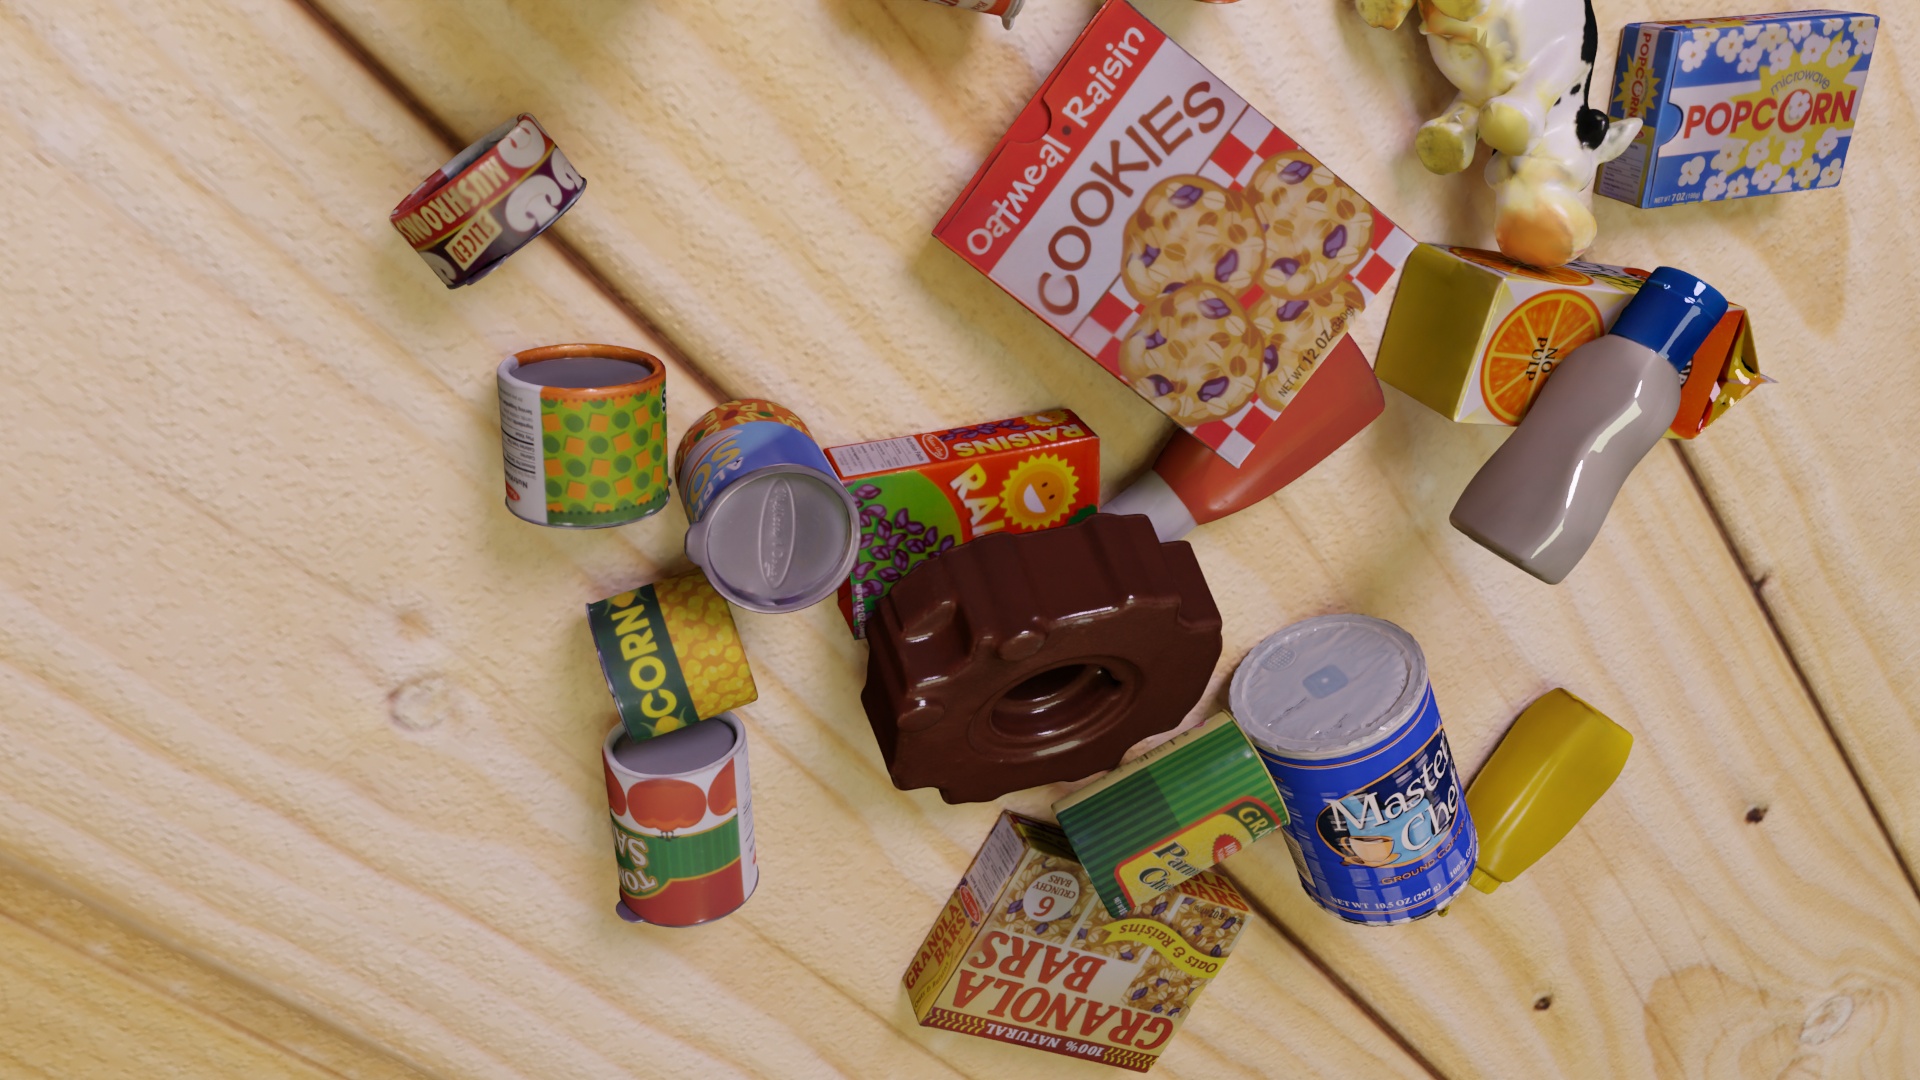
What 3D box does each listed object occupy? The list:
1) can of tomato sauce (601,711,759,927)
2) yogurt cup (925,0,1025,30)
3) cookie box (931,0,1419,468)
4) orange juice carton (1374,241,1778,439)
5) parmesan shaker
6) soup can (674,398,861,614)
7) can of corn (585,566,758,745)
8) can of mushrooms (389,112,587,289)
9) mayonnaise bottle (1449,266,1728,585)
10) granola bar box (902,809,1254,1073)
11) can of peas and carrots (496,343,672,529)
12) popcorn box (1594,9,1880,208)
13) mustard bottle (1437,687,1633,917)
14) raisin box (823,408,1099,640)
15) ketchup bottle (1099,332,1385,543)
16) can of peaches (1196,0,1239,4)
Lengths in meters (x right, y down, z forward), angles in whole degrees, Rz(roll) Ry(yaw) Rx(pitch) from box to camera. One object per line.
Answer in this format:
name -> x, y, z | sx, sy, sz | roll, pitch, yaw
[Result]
can of tomato sauce -> -0.132, 0.128, 0.652 | 0.071, 0.071, 0.082 | -8, 116, -16
yogurt cup -> -0.003, -0.236, 0.529 | 0.054, 0.072, 0.072 | 0, 115, -11
cookie box -> 0.090, -0.130, 0.596 | 0.167, 0.040, 0.122 | 36, 98, -10
orange juice carton -> 0.317, -0.099, 0.704 | 0.193, 0.072, 0.072 | 2, 114, -20
parmesan shaker -> 0.107, 0.141, 0.713 | 0.103, 0.071, 0.071 | -29, 121, -1
soup can -> -0.087, -0.017, 0.590 | 0.071, 0.084, 0.071 | -8, 116, -16
can of corn -> -0.127, 0.050, 0.614 | 0.058, 0.071, 0.071 | -19, 119, -12
can of mushrooms -> -0.175, -0.125, 0.514 | 0.071, 0.071, 0.033 | -36, 119, 0
mayonnaise bottle -> 0.292, -0.054, 0.639 | 0.041, 0.065, 0.148 | 29, 99, -27
granola bar box -> 0.069, 0.232, 0.790 | 0.165, 0.039, 0.124 | 22, 105, -27
can of peas and carrots -> -0.150, -0.044, 0.565 | 0.071, 0.071, 0.058 | -4, 115, -18
popcorn box -> 0.387, -0.216, 0.693 | 0.127, 0.038, 0.084 | -10, 118, -16
mustard bottle -> 0.339, 0.166, 0.851 | 0.065, 0.049, 0.160 | 30, 102, -28
raisin box -> 0.002, -0.008, 0.652 | 0.123, 0.040, 0.085 | -11, 118, -14
ketchup bottle -> 0.134, -0.044, 0.680 | 0.149, 0.044, 0.064 | -38, 122, 1
can of peaches -> 0.098, -0.253, 0.559 | 0.071, 0.058, 0.071 | -8, 116, -16
